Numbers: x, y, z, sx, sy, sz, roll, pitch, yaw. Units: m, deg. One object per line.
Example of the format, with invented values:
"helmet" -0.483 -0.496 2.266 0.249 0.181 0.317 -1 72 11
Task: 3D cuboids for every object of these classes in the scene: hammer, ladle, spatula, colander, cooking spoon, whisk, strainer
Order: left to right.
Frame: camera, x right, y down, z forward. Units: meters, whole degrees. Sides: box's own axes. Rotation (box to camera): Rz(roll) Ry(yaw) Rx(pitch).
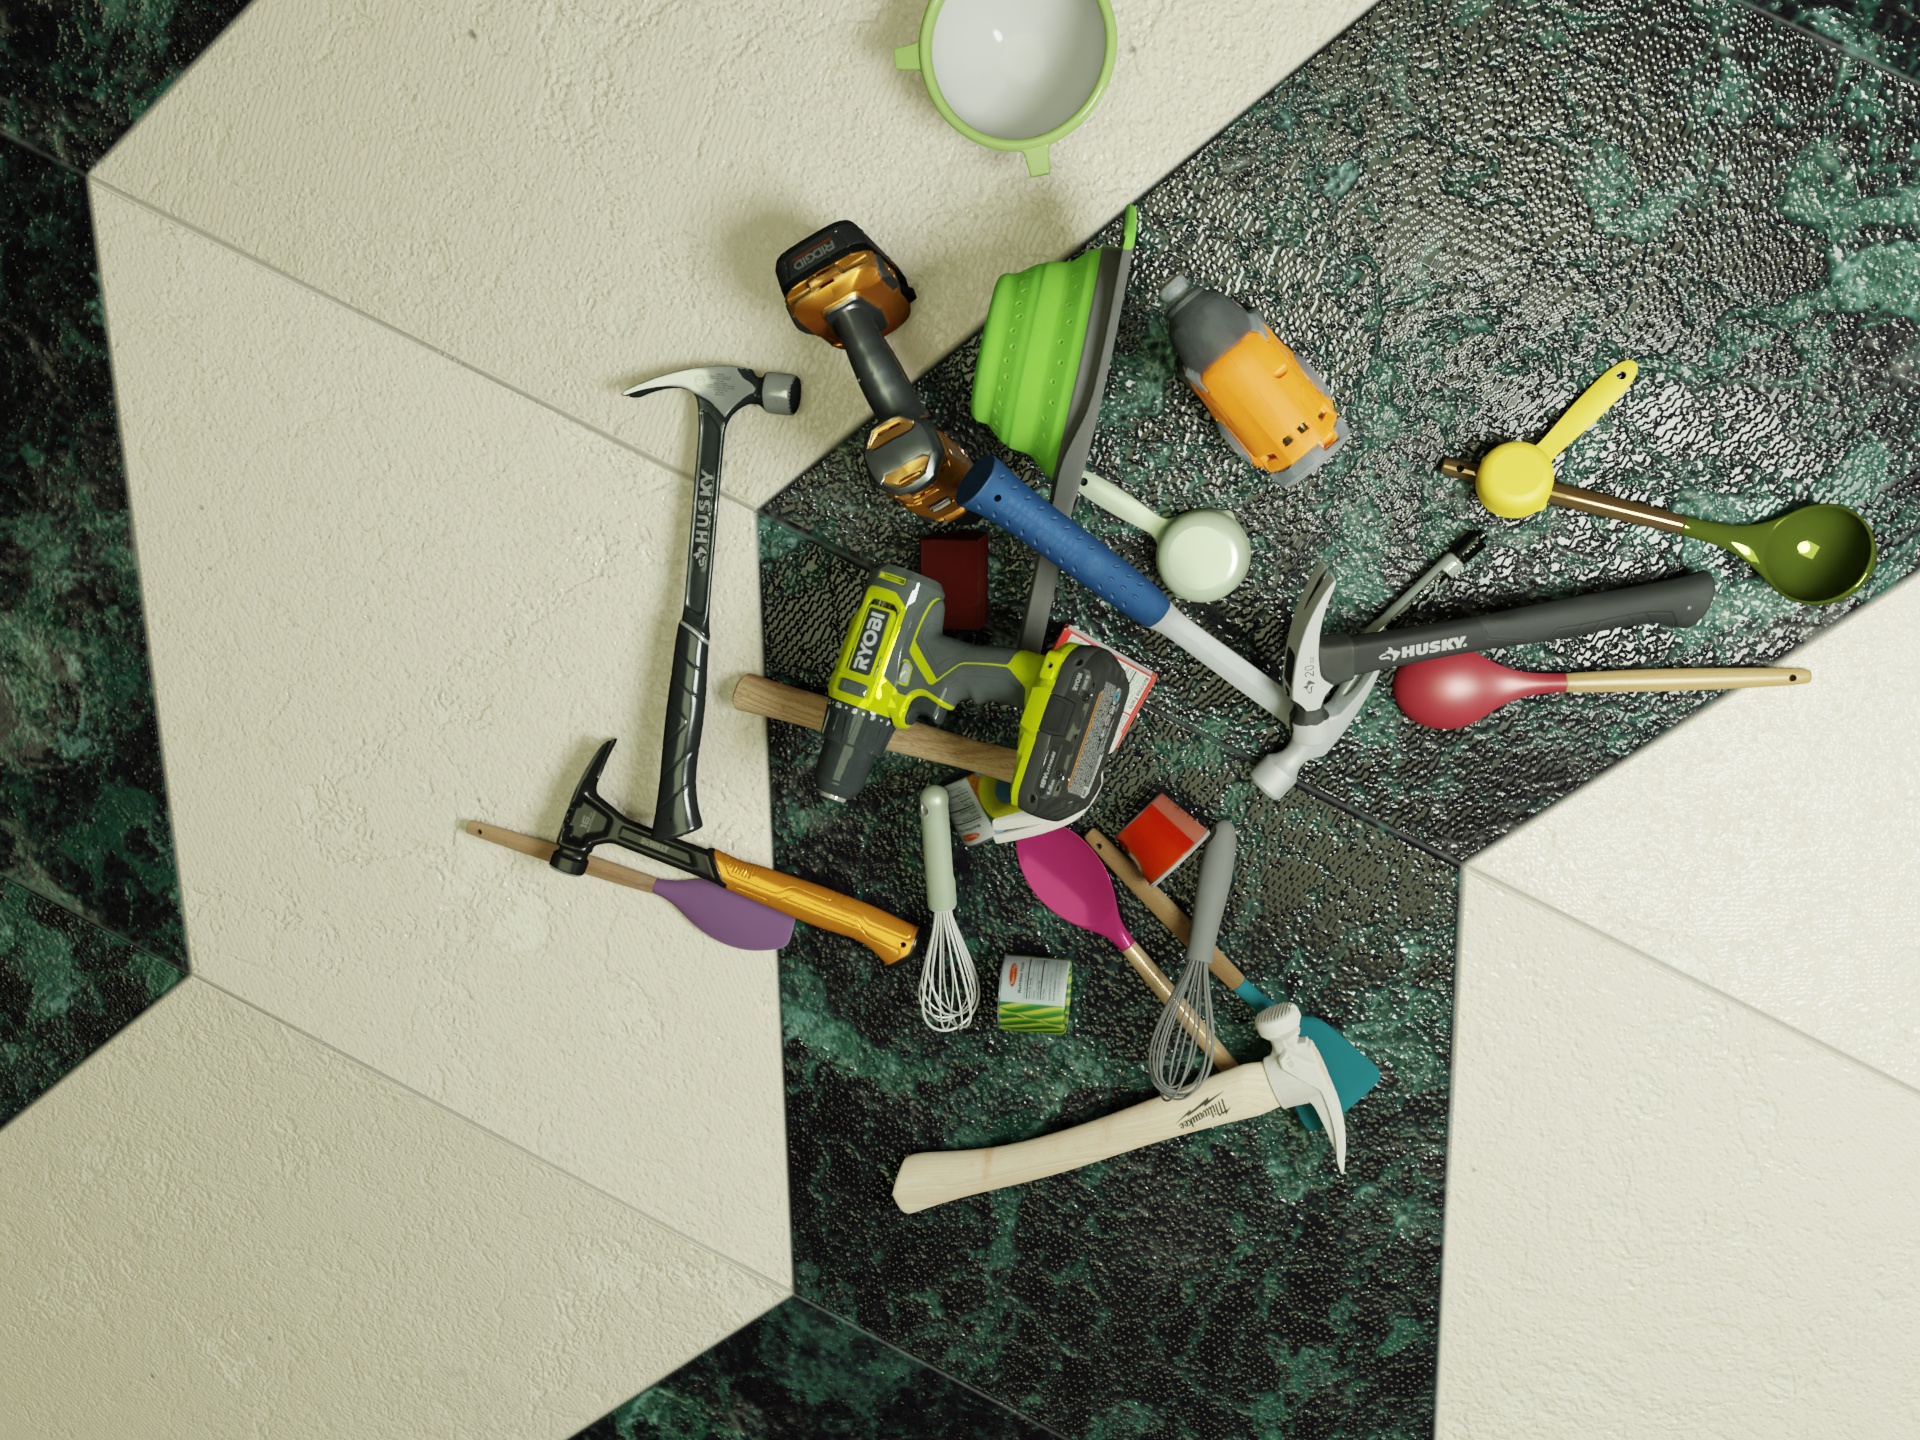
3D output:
"spatula" -0.302 0.145 1.447 0.316 0.018 0.059 17 100 5
"hammer" -0.230 -0.097 1.354 0.149 0.036 0.409 8 98 10
"hammer" -0.189 0.132 1.411 0.337 0.034 0.127 22 94 2
"hammer" -0.043 0.016 1.324 0.331 0.130 0.031 15 143 20
"whisk" -0.014 0.165 1.365 0.059 0.058 0.246 -17 119 -25
"colander" 0.048 -0.202 1.231 0.094 0.205 0.396 12 119 0
"strainer" 0.079 -0.550 1.202 0.151 0.069 0.256 39 105 2
"hammer" 0.128 0.373 1.390 0.410 0.038 0.146 -22 95 20
"cooking spoon" 0.162 0.215 1.382 0.068 0.017 0.319 -38 93 23
"hammer" 0.161 -0.081 1.209 0.405 0.035 0.144 32 107 -31
"whisk" 0.198 0.198 1.320 0.055 0.055 0.239 11 79 7
"spatula" 0.220 0.210 1.358 0.317 0.044 0.082 45 109 -1
"hammer" 0.415 -0.075 1.225 0.334 0.035 0.146 -10 122 -2
"ladle" 0.508 -0.030 1.266 0.315 0.031 0.069 -2 101 8
"ladle" 0.530 -0.158 1.218 0.320 0.062 0.078 16 92 9

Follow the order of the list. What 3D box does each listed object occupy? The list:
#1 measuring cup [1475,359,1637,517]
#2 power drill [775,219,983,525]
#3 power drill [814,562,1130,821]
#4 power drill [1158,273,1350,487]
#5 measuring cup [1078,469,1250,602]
"measuring cup" 0.460 -0.221 1.215 0.156 0.029 0.062 -46 73 4
"power drill" -0.048 -0.259 1.256 0.084 0.185 0.226 -27 78 14
"power drill" -0.002 -0.004 1.235 0.229 0.080 0.190 19 89 25
"power drill" 0.207 -0.254 1.163 0.084 0.226 0.164 -40 93 15
"measuring cup" 0.157 -0.157 1.290 0.167 0.038 0.083 32 106 3
